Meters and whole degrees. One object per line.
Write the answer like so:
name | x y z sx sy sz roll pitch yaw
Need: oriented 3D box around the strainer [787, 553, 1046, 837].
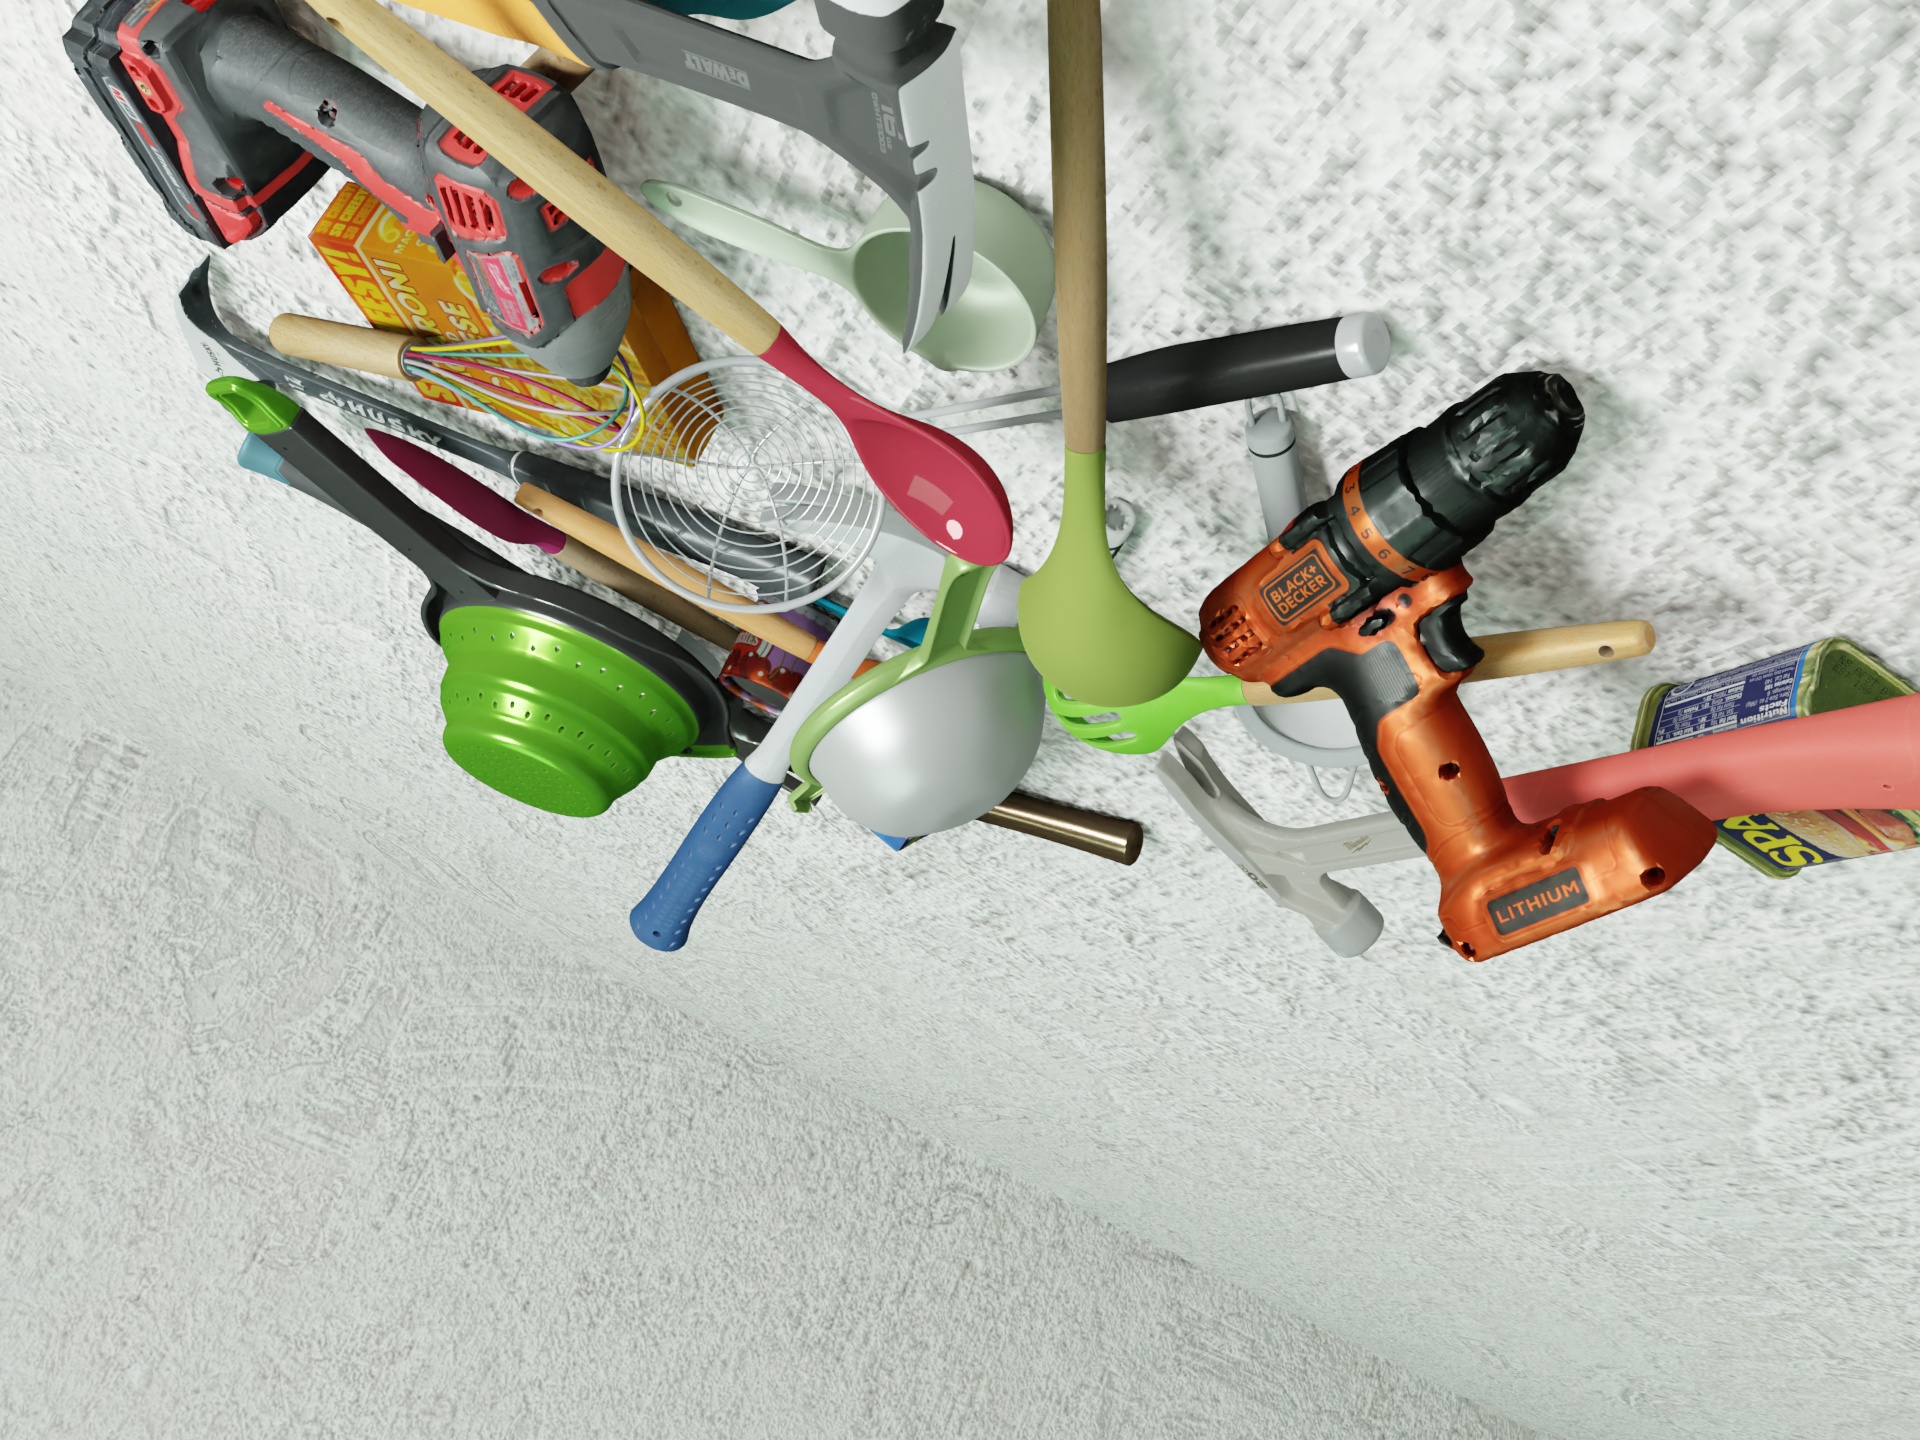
strainer | -0.001 -0.003 0.785 0.256 0.151 0.069 110 138 -66

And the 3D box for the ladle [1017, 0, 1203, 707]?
ladle | 0.049 -0.127 0.562 0.078 0.062 0.319 20 139 25

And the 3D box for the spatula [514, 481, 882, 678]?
spatula | -0.108 -0.046 0.913 0.322 0.041 0.081 28 138 -20

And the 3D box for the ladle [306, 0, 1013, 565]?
ladle | -0.089 -0.149 0.561 0.315 0.031 0.069 34 163 -35

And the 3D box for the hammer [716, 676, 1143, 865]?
hammer | -0.028 0.047 1.137 0.331 0.031 0.129 15 156 23

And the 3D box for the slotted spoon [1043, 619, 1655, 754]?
slotted spoon | 0.148 -0.018 0.699 0.314 0.031 0.070 -7 124 48

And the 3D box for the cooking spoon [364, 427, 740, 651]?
cooking spoon | -0.219 -0.095 0.930 0.069 0.017 0.318 44 -173 32

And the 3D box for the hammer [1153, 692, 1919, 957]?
hammer | 0.237 0.031 0.667 0.149 0.037 0.359 45 151 -14

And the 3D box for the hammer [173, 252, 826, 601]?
hammer | -0.267 -0.154 0.922 0.409 0.036 0.149 22 158 6

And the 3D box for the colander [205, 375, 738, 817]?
colander | -0.295 -0.044 0.942 0.204 0.094 0.396 2 150 35

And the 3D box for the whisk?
whisk | -0.242 -0.163 0.751 0.245 0.051 0.047 16 163 29

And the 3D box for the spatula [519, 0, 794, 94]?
spatula | -0.132 -0.250 0.577 0.082 0.044 0.317 38 160 -29

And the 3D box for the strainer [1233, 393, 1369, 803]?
strainer | 0.154 -0.053 0.704 0.087 0.050 0.258 1 145 22

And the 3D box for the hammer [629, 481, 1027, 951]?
hammer | -0.116 0.020 0.937 0.144 0.035 0.405 27 133 -13

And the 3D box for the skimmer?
skimmer | -0.003 -0.111 0.659 0.363 0.090 0.127 0 128 43

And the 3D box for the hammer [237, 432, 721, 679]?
hammer | -0.298 -0.095 1.020 0.330 0.033 0.128 29 170 -28

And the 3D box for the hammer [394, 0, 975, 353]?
hammer | -0.140 -0.231 0.521 0.337 0.034 0.127 29 156 22

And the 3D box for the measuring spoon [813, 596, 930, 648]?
measuring spoon | -0.050 -0.065 0.931 0.129 0.021 0.042 25 175 23

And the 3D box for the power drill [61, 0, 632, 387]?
power drill | -0.230 -0.216 0.639 0.220 0.078 0.143 27 158 15

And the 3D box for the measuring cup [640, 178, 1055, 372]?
measuring cup | -0.041 -0.187 0.606 0.167 0.038 0.083 23 159 10
